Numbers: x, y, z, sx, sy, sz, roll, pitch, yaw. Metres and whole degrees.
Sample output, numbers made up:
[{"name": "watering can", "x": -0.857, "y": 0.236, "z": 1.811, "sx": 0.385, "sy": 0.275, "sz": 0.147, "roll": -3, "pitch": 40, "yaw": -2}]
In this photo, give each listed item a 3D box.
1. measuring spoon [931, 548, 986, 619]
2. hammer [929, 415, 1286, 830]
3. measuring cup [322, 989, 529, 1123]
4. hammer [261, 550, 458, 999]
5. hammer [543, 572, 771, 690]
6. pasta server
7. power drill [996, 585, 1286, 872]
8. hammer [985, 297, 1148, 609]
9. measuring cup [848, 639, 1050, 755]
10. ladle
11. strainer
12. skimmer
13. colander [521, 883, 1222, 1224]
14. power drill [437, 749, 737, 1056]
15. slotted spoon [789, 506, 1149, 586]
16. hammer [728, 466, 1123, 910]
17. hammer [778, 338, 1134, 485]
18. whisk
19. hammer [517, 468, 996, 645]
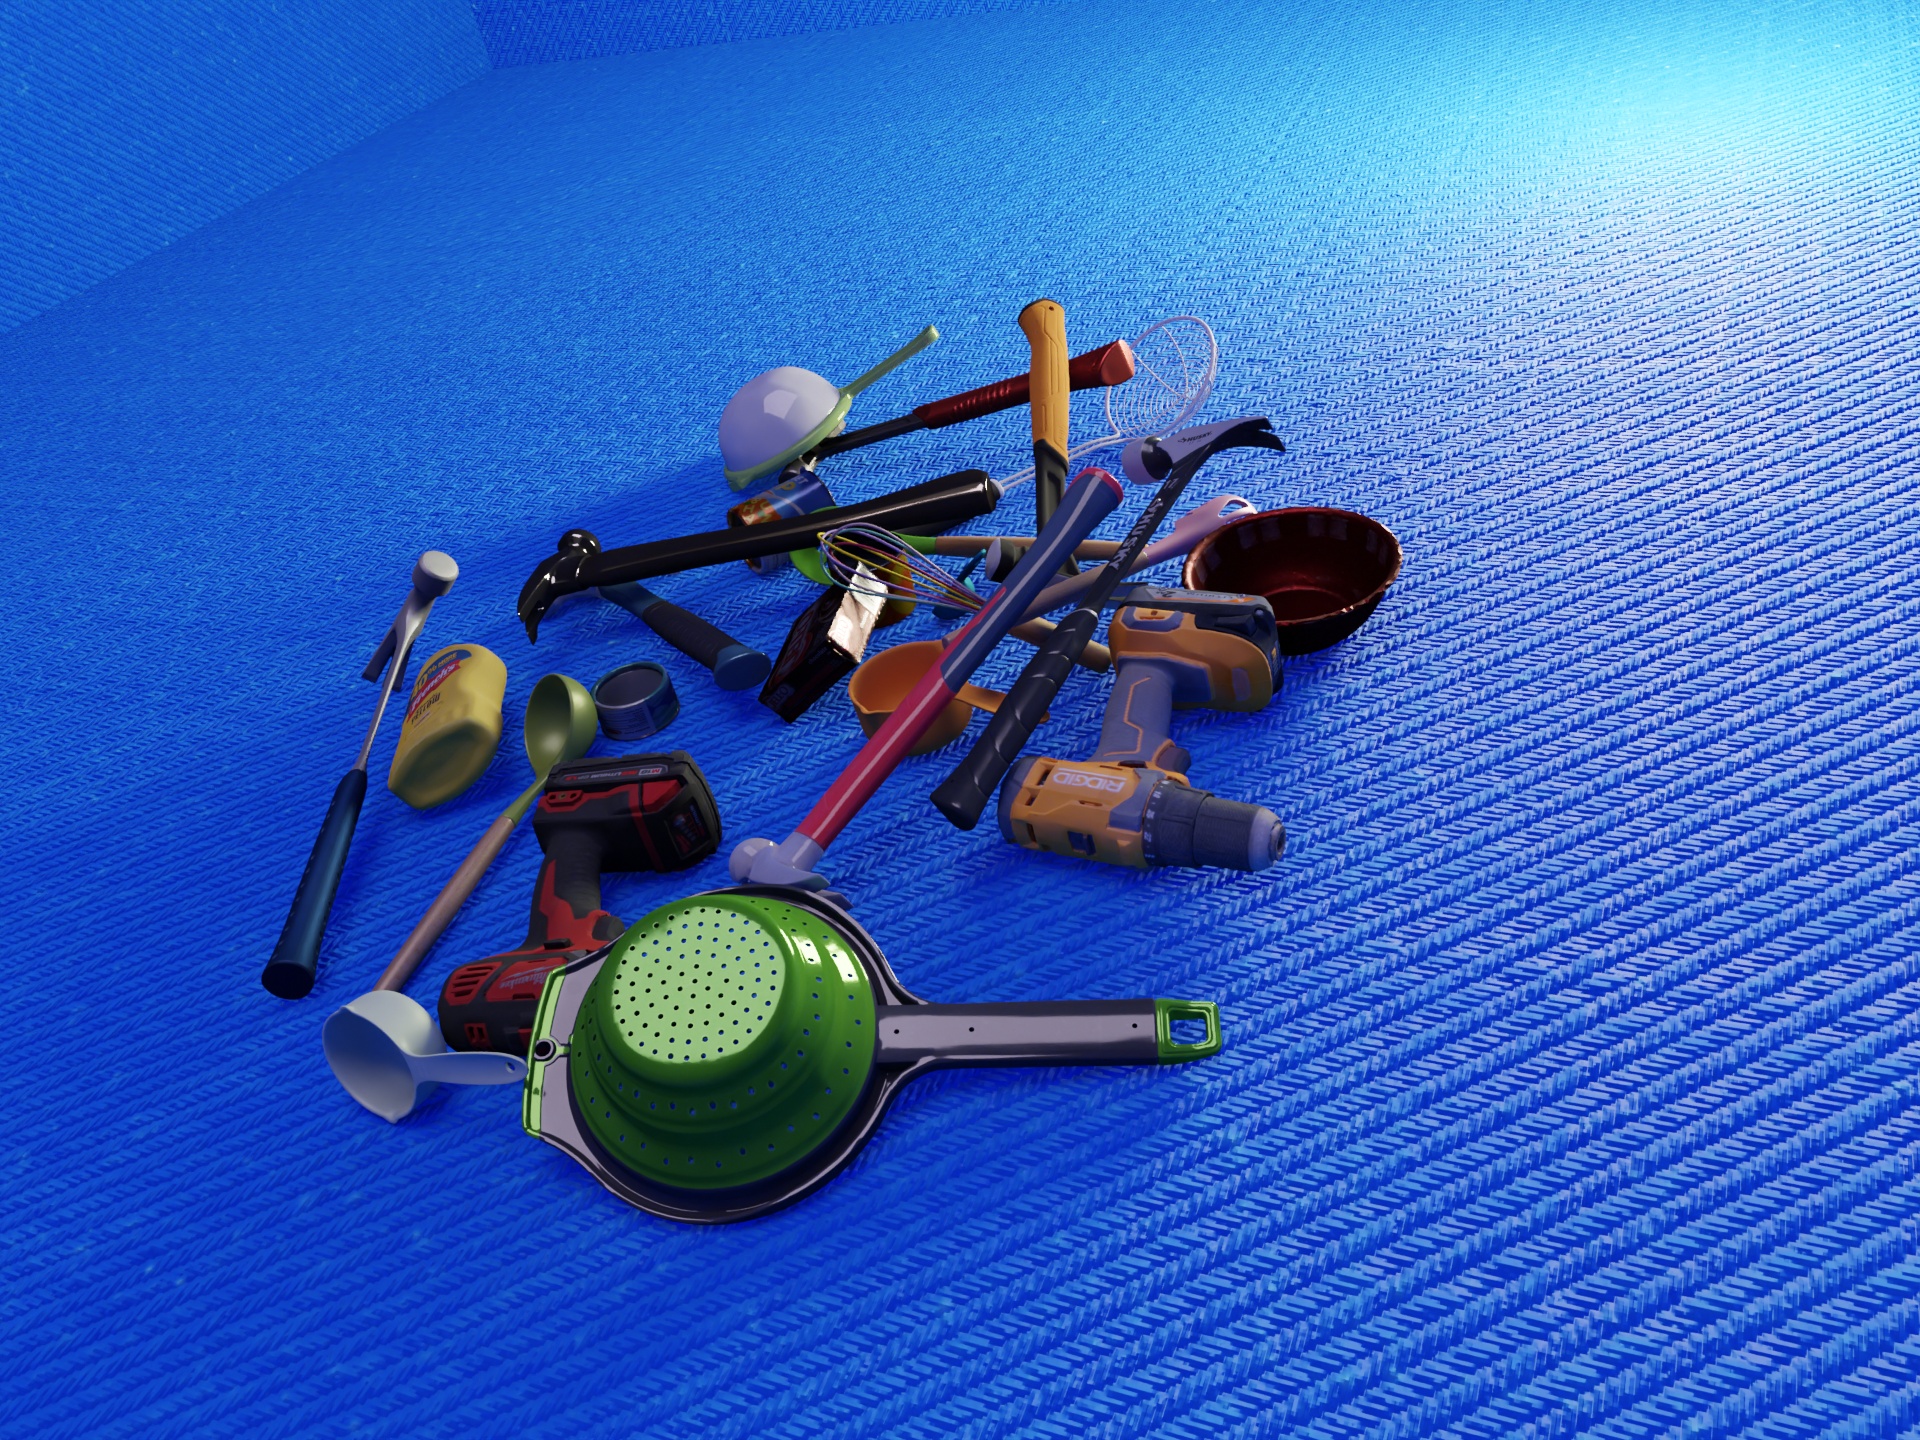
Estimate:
[{"name": "measuring spoon", "x": 0.007, "y": -0.106, "z": 1.259, "sx": 0.042, "sy": 0.021, "sz": 0.128, "roll": -43, "pitch": -1, "yaw": -18}, {"name": "hammer", "x": 0.095, "y": -0.079, "z": 1.105, "sx": 0.149, "sy": 0.036, "sz": 0.409, "roll": -9, "pitch": 38, "yaw": 48}, {"name": "measuring cup", "x": -0.310, "y": 0.197, "z": 0.949, "sx": 0.167, "sy": 0.083, "sz": 0.038, "roll": -6, "pitch": 20, "yaw": 30}, {"name": "hammer", "x": -0.464, "y": 0.042, "z": 1.223, "sx": 0.035, "sy": 0.144, "sz": 0.406, "roll": 24, "pitch": 38, "yaw": -23}, {"name": "hammer", "x": -0.253, "y": -0.087, "z": 1.349, "sx": 0.128, "sy": 0.033, "sz": 0.331, "roll": -30, "pitch": 33, "yaw": -22}, {"name": "pasta server", "x": 0.116, "y": -0.110, "z": 1.216, "sx": 0.316, "sy": 0.040, "sz": 0.060, "roll": -25, "pitch": 73, "yaw": -26}, {"name": "power drill", "x": 0.150, "y": 0.010, "z": 1.062, "sx": 0.185, "sy": 0.084, "sz": 0.226, "roll": 8, "pitch": 45, "yaw": 29}, {"name": "hammer", "x": 0.083, "y": -0.234, "z": 1.331, "sx": 0.127, "sy": 0.034, "sz": 0.337, "roll": 12, "pitch": 51, "yaw": -15}, {"name": "measuring cup", "x": -0.002, "y": -0.004, "z": 1.152, "sx": 0.174, "sy": 0.052, "sz": 0.095, "roll": 17, "pitch": 47, "yaw": 36}, {"name": "ladle", "x": -0.352, "y": 0.085, "z": 1.152, "sx": 0.078, "sy": 0.062, "sz": 0.320, "roll": -32, "pitch": 23, "yaw": 41}, {"name": "strainer", "x": -0.143, "y": -0.333, "z": 1.571, "sx": 0.256, "sy": 0.069, "sz": 0.152, "roll": -33, "pitch": 26, "yaw": 8}, {"name": "skimmer", "x": 0.077, "y": -0.260, "z": 1.445, "sx": 0.363, "sy": 0.090, "sz": 0.127, "roll": -28, "pitch": 37, "yaw": -18}, {"name": "colander", "x": -0.055, "y": 0.161, "z": 0.874, "sx": 0.397, "sy": 0.094, "sz": 0.205, "roll": -2, "pitch": 56, "yaw": 4}, {"name": "power drill", "x": -0.218, "y": 0.122, "z": 1.039, "sx": 0.188, "sy": 0.080, "sz": 0.227, "roll": -5, "pitch": 39, "yaw": 13}, {"name": "slotted spoon", "x": 0.005, "y": -0.146, "z": 1.360, "sx": 0.314, "sy": 0.070, "sz": 0.031, "roll": 3, "pitch": 1, "yaw": 15}, {"name": "hammer", "x": -0.002, "y": -0.029, "z": 1.072, "sx": 0.386, "sy": 0.038, "sz": 0.143, "roll": -51, "pitch": 23, "yaw": -18}, {"name": "hammer", "x": -0.003, "y": -0.299, "z": 1.507, "sx": 0.359, "sy": 0.036, "sz": 0.149, "roll": -11, "pitch": 34, "yaw": 29}, {"name": "whisk", "x": 0.001, "y": -0.090, "z": 1.206, "sx": 0.245, "sy": 0.047, "sz": 0.051, "roll": 24, "pitch": 76, "yaw": 4}, {"name": "hammer", "x": -0.172, "y": -0.146, "z": 1.328, "sx": 0.410, "sy": 0.038, "sz": 0.146, "roll": -9, "pitch": 33, "yaw": 15}]
